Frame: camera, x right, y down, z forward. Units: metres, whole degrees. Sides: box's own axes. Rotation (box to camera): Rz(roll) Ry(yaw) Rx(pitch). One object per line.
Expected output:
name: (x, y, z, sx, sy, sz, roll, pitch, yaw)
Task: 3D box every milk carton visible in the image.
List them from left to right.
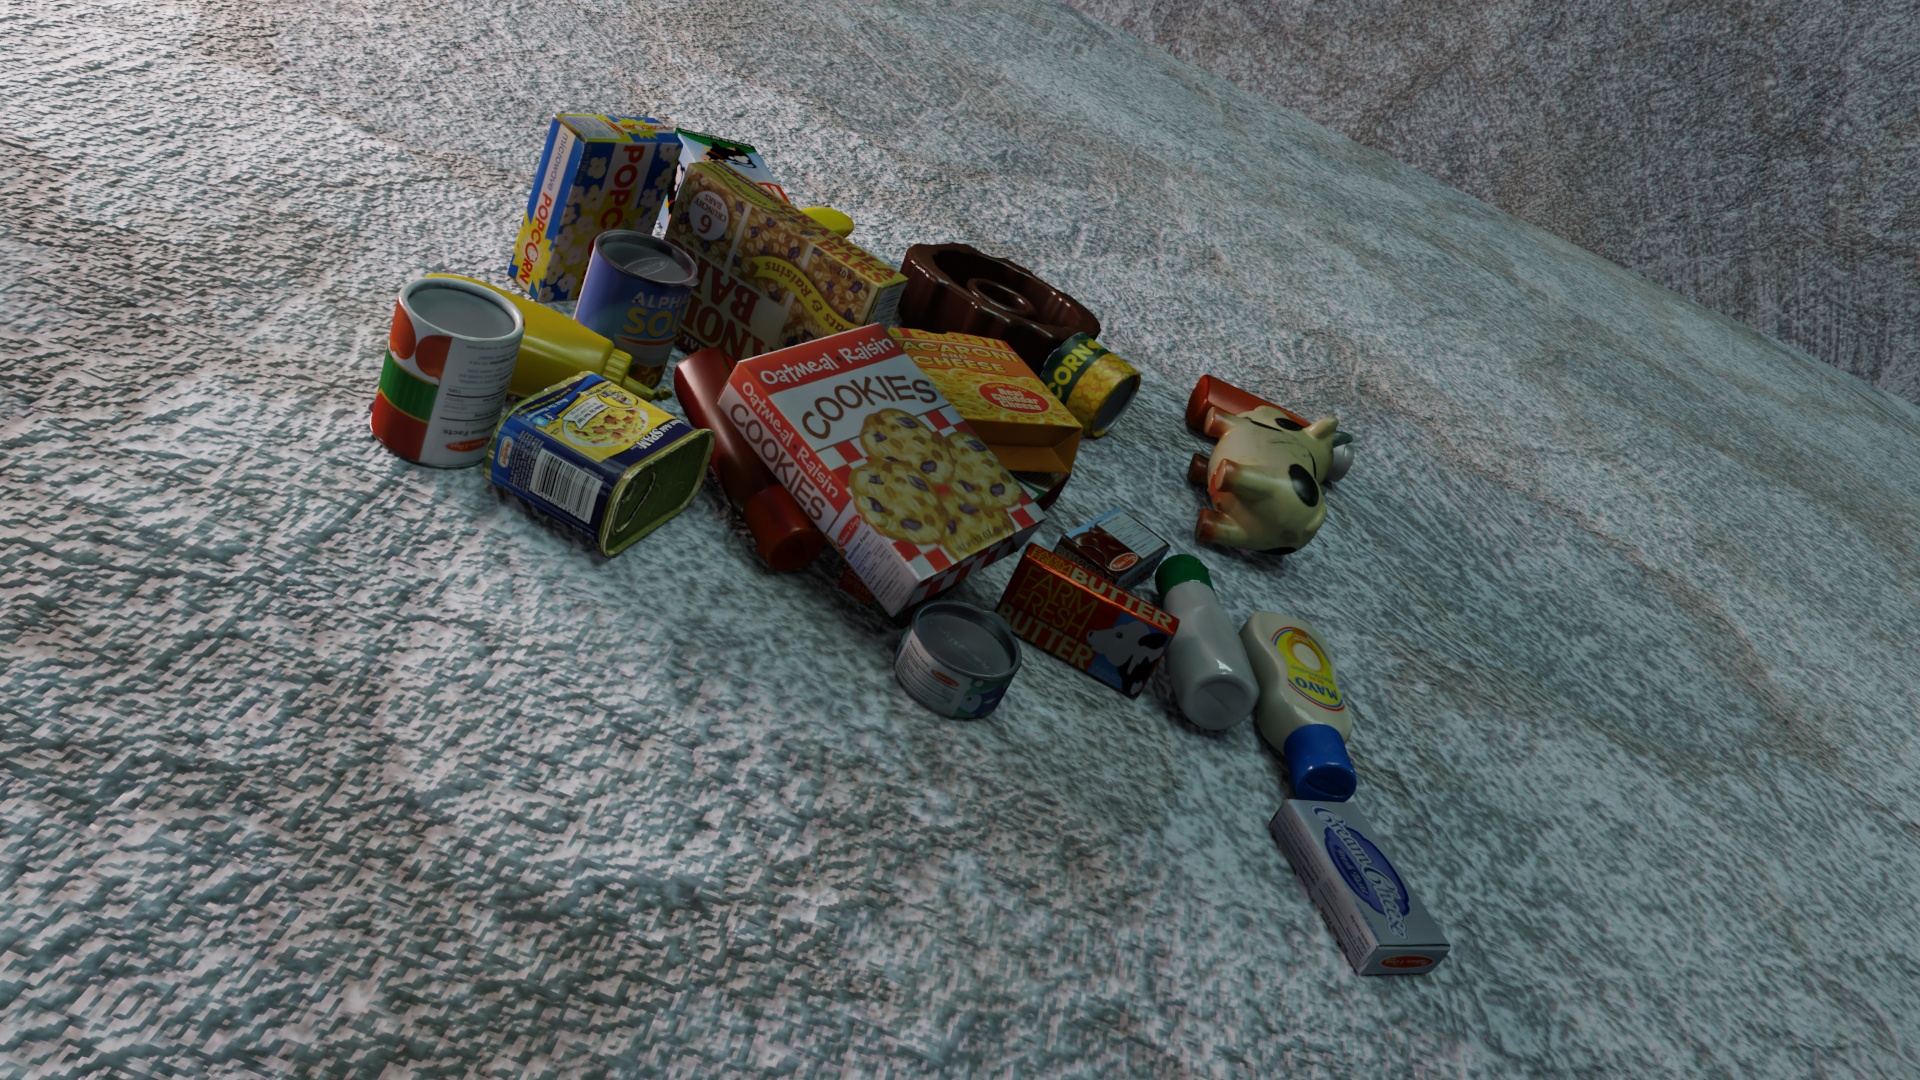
milk carton: (-0.177, -0.243, 1.085, 0.072, 0.073, 0.191, 4, 37, -33)

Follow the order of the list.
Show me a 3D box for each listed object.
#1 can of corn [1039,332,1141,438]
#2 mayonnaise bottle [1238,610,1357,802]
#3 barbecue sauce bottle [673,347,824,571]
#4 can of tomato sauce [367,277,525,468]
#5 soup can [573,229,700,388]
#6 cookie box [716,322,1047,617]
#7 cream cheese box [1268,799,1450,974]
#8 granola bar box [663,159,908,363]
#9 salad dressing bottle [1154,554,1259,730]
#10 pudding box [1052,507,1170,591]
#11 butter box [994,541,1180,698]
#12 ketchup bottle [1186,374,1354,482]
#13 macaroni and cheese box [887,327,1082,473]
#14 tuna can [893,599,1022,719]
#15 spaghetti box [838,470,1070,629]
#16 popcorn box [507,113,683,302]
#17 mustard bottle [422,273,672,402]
can of corn: (0.103, -0.125, 1.119, 0.058, 0.070, 0.071, 38, 32, 20)
mayonnaise bottle: (0.214, 0.105, 0.871, 0.065, 0.041, 0.149, 21, 30, -12)
barbecue sauce bottle: (-0.127, -0.047, 0.833, 0.044, 0.064, 0.149, -26, 57, -8)
can of tomato sauce: (-0.282, -0.093, 0.760, 0.071, 0.082, 0.071, 20, 30, -12)
soup can: (-0.211, -0.146, 0.897, 0.071, 0.083, 0.072, 19, 31, -12)
cookie box: (-0.046, -0.047, 0.818, 0.167, 0.040, 0.123, 50, 41, 13)
cream cheese box: (0.216, 0.187, 0.760, 0.053, 0.024, 0.104, 9, 34, -28)
granola bar box: (-0.131, -0.164, 0.945, 0.166, 0.123, 0.039, 34, 31, 14)
salad dressing bottle: (0.153, 0.060, 0.890, 0.064, 0.044, 0.148, 40, 21, -20)
pudding box: (0.101, 0.010, 0.944, 0.050, 0.030, 0.084, 38, 32, 18)
butter box: (0.075, 0.048, 0.842, 0.103, 0.053, 0.024, 28, 28, 4)
ketchup bottle: (0.275, -0.097, 1.232, 0.149, 0.043, 0.065, 23, 31, -6)
macaroni and cheese box: (0.000, -0.104, 0.997, 0.124, 0.040, 0.167, 3, 28, -21)
tuna can: (-0.001, 0.065, 0.777, 0.071, 0.032, 0.071, 19, 31, -12)
spaghetti box: (0.003, -0.011, 0.904, 0.050, 0.028, 0.251, 33, 31, 12)
popcorn box: (-0.251, -0.228, 0.952, 0.038, 0.126, 0.085, 42, 33, 20)
mustard bottle: (-0.254, -0.111, 0.844, 0.160, 0.048, 0.065, 20, 31, -11)
